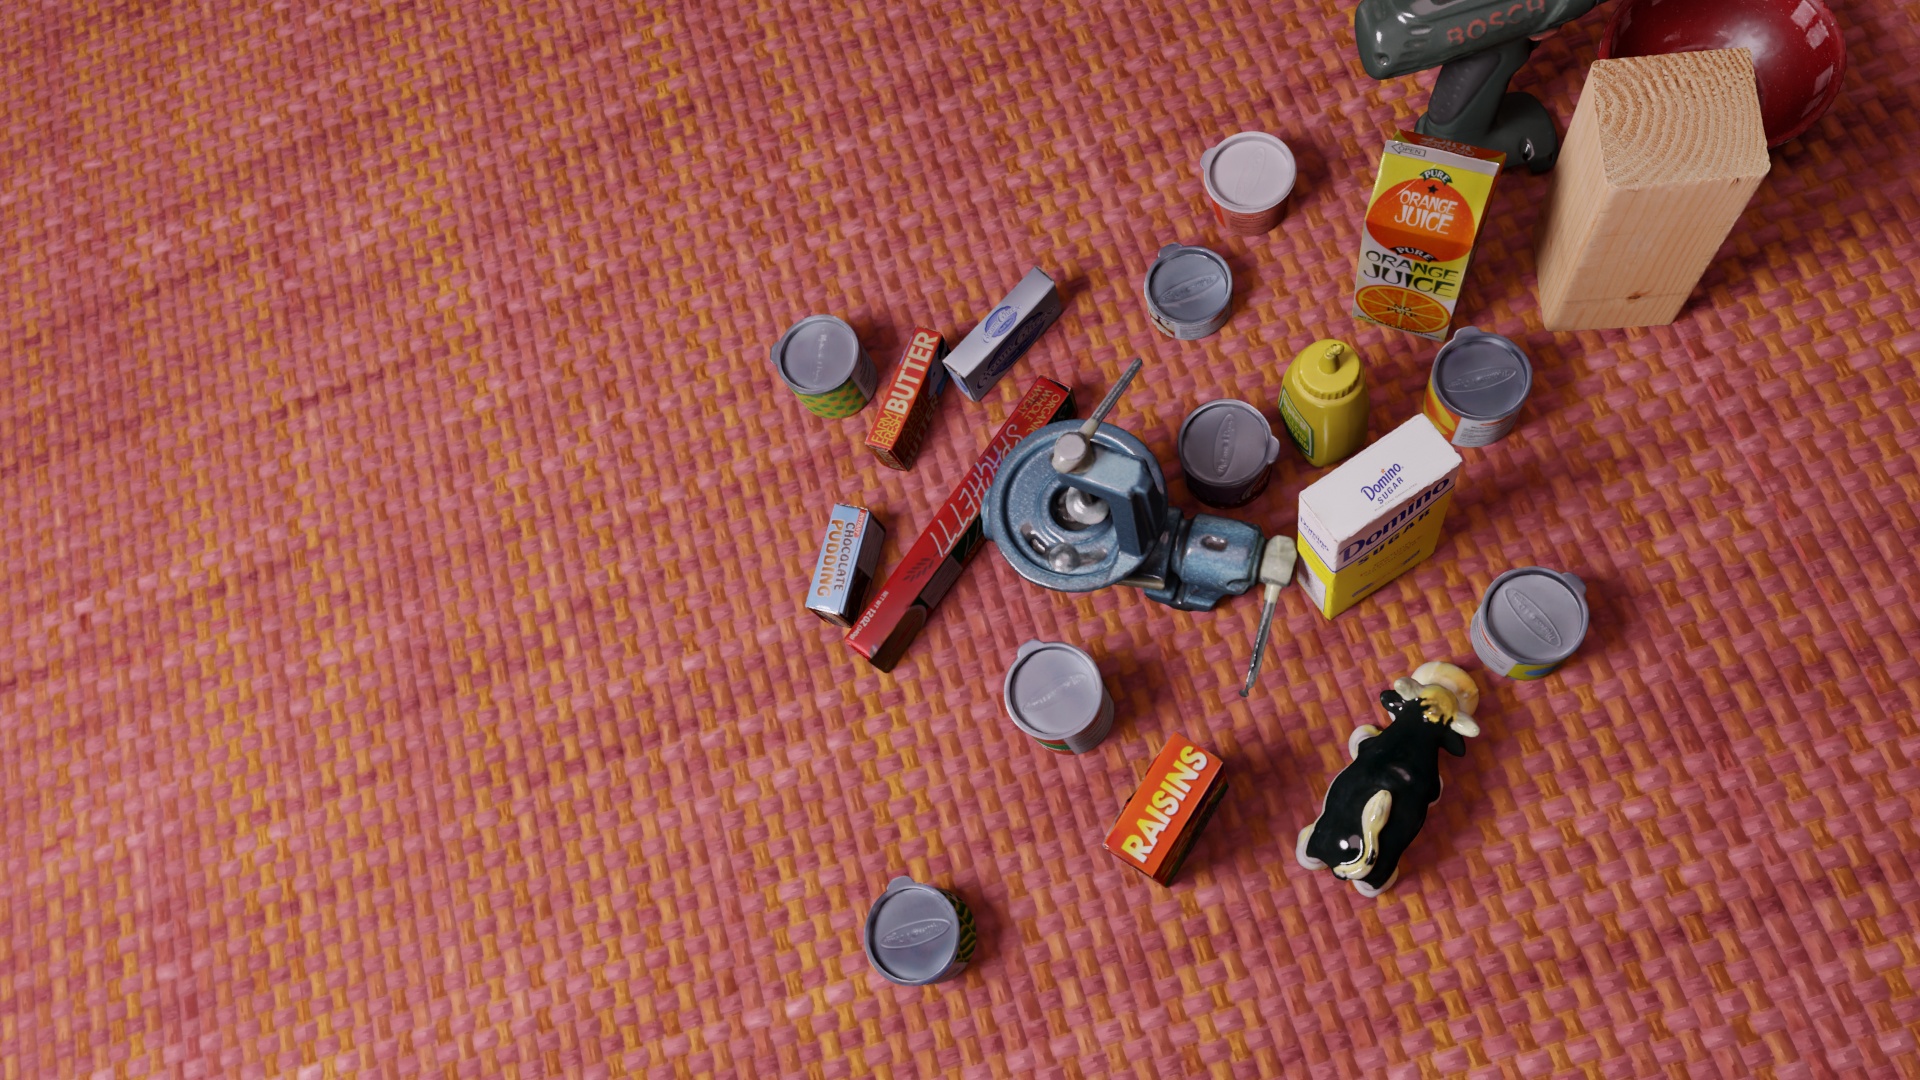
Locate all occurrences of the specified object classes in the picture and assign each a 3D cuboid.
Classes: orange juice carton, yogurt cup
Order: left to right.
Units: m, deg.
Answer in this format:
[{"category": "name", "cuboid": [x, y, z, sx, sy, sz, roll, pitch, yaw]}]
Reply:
[{"category": "yogurt cup", "cuboid": [0.221, -0.268, 1.059, 0.072, 0.054, 0.072, -3, 73, 11]}, {"category": "orange juice carton", "cuboid": [0.318, -0.214, 0.948, 0.072, 0.192, 0.073, 19, 79, 17]}]

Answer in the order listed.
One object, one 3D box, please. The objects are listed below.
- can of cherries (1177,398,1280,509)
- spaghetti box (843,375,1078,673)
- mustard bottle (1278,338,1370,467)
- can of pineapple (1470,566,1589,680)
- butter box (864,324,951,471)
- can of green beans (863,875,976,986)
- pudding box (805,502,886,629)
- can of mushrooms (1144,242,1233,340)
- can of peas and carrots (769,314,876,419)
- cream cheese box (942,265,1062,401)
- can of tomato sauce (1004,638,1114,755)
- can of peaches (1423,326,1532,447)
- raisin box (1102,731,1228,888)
[{"category": "can of cherries", "cuboid": [0.193, -0.060, 0.998, 0.071, 0.058, 0.071, -3, 73, 11]}, {"category": "spaghetti box", "cuboid": [0.004, -0.013, 1.029, 0.029, 0.050, 0.250, 34, 83, 19]}, {"category": "mustard bottle", "cuboid": [0.248, -0.101, 0.945, 0.049, 0.160, 0.065, -30, 70, 2]}, {"category": "can of pineapple", "cuboid": [0.379, 0.055, 0.923, 0.071, 0.057, 0.071, -3, 73, 11]}, {"category": "butter box", "cuboid": [-0.037, -0.108, 1.065, 0.024, 0.053, 0.103, 19, 78, 17]}, {"category": "can of green beans", "cuboid": [-0.026, 0.268, 0.944, 0.071, 0.057, 0.071, -3, 73, 11]}, {"category": "pudding box", "cuboid": [-0.085, 0.020, 1.038, 0.030, 0.049, 0.084, 11, 76, 15]}, {"category": "can of mushrooms", "cuboid": [0.173, -0.190, 1.056, 0.071, 0.033, 0.071, -3, 73, 11]}, {"category": "can of peas and carrots", "cuboid": [-0.106, -0.134, 1.085, 0.071, 0.058, 0.071, -3, 73, 11]}, {"category": "cream cheese box", "cuboid": [0.034, -0.157, 1.065, 0.024, 0.053, 0.104, 42, 85, 20]}, {"category": "can of tomato sauce", "cuboid": [0.068, 0.109, 0.959, 0.071, 0.083, 0.071, -3, 73, 11]}, {"category": "can of peaches", "cuboid": [0.362, -0.107, 0.977, 0.071, 0.058, 0.071, -3, 73, 11]}, {"category": "raisin box", "cuboid": [0.136, 0.177, 0.902, 0.040, 0.123, 0.086, 32, 82, 19]}]
